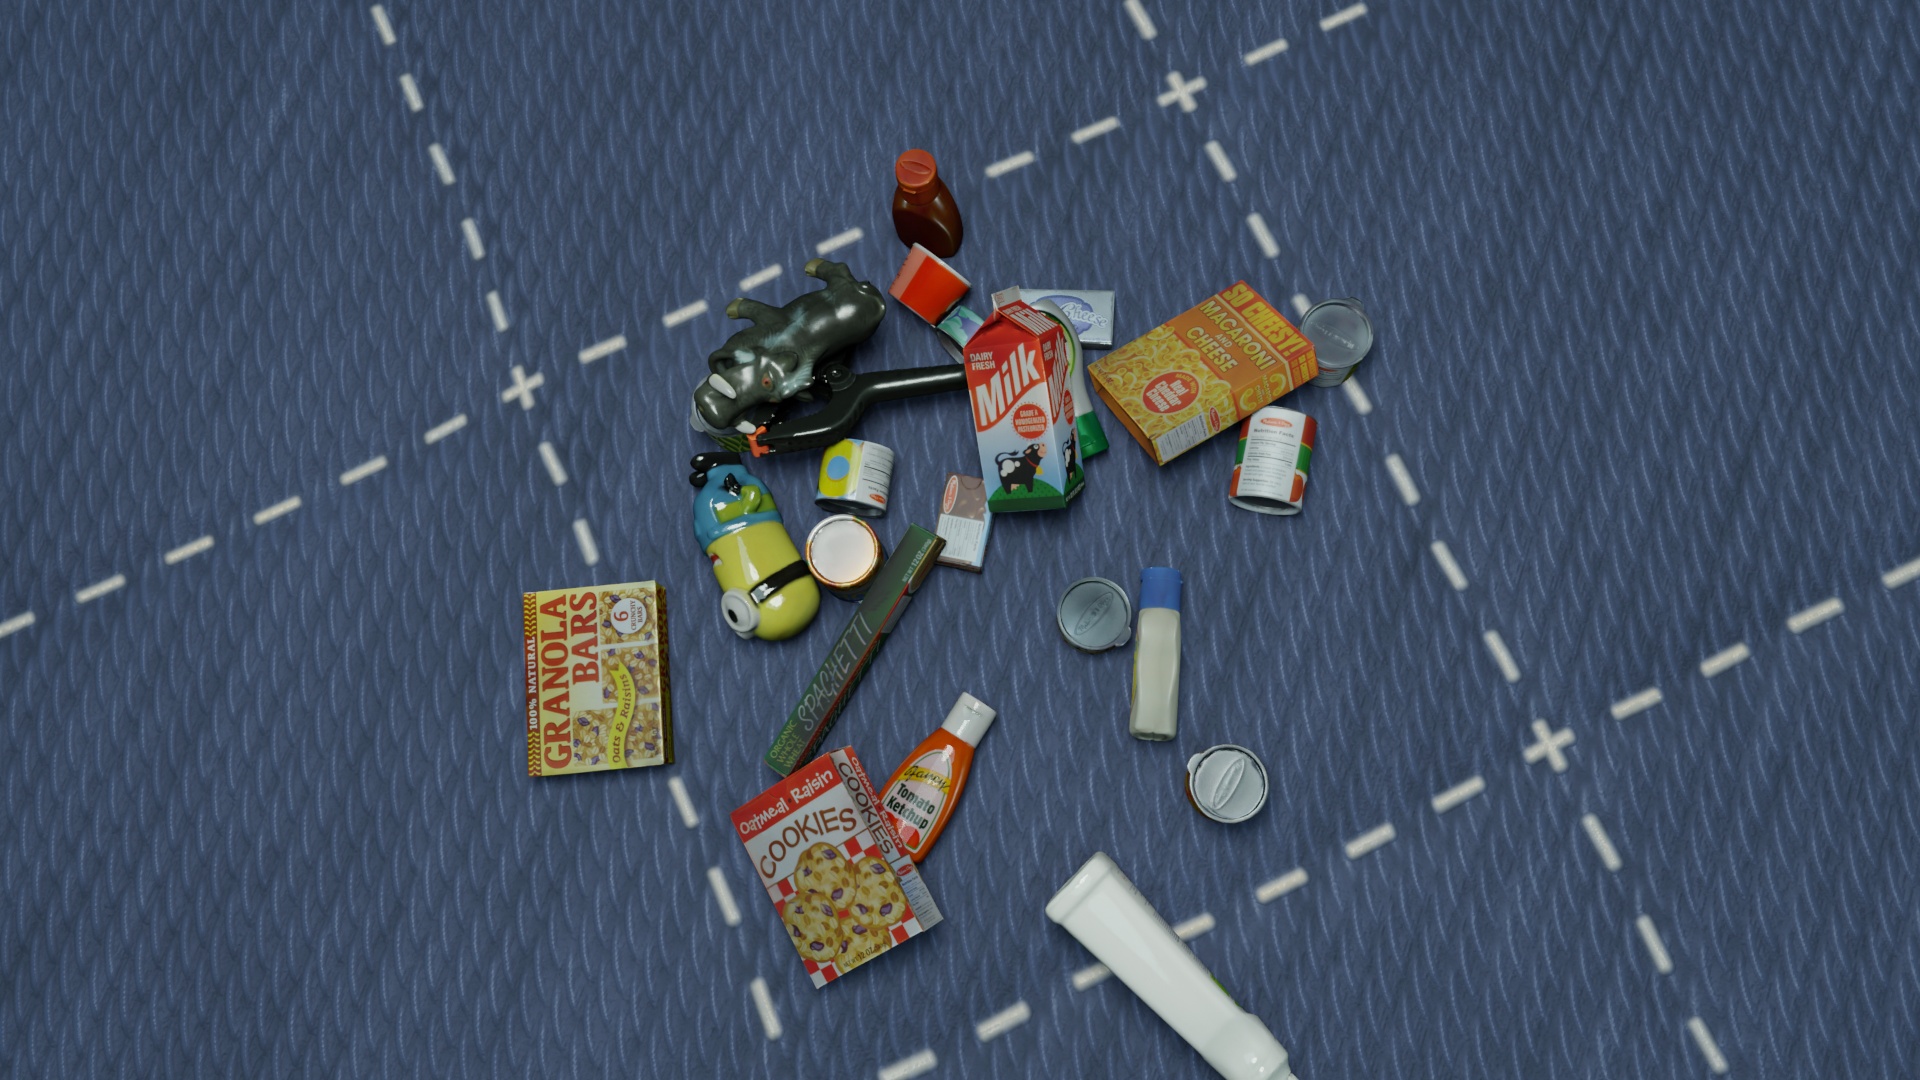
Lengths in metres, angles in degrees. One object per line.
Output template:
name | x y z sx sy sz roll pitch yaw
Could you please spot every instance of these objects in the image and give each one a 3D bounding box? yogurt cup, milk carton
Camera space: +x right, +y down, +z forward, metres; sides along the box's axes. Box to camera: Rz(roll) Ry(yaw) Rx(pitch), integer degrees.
yogurt cup | -0.031 -0.237 1.299 0.072 0.072 0.054 38 96 10
milk carton | 0.054 -0.126 1.220 0.073 0.072 0.190 -4 104 22

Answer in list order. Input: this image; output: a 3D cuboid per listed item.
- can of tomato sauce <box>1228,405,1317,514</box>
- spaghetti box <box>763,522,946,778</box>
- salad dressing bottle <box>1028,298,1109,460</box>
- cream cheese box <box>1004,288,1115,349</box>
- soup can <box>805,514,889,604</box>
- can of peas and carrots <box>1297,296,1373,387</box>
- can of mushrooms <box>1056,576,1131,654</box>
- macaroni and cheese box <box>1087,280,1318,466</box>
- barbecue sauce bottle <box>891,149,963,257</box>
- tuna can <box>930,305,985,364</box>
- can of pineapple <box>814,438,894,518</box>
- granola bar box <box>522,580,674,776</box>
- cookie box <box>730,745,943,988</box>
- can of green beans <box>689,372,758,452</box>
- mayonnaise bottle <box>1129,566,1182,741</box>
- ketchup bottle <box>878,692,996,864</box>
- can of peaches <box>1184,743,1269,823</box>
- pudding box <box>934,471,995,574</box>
can of tomato sauce | 0.280 -0.070 1.245 0.071 0.071 0.083 11 80 6
spaghetti box | -0.092 0.097 1.224 0.029 0.050 0.250 32 90 11
salad dressing bottle | 0.091 -0.145 1.268 0.064 0.044 0.147 -24 92 8
cream cheese box | 0.093 -0.207 1.305 0.104 0.024 0.053 2 78 4
soup can | -0.099 0.019 1.240 0.071 0.083 0.071 -1 79 3
can of peas and carrots | 0.338 -0.181 1.266 0.071 0.058 0.071 -1 78 3
can of mushrooms | 0.120 0.069 1.241 0.071 0.033 0.071 -1 78 3
macaroni and cheese box | 0.217 -0.153 1.250 0.166 0.040 0.124 -29 46 -3
barbecue sauce bottle | -0.034 -0.308 1.271 0.065 0.148 0.044 19 81 8
tuna can | 0.008 -0.185 1.284 0.033 0.071 0.071 -45 79 -7
can of pineapple | -0.097 -0.056 1.265 0.071 0.071 0.058 7 79 5
granola bar box | -0.327 0.125 1.255 0.124 0.039 0.166 -6 78 2
cookie box | -0.108 0.277 1.183 0.122 0.040 0.167 -35 77 24
can of green beans | -0.210 -0.120 1.289 0.071 0.057 0.071 -1 79 3
mayonnaise bottle | 0.172 0.099 1.219 0.041 0.064 0.148 3 74 8
ketchup bottle | -0.022 0.205 1.217 0.065 0.043 0.149 31 81 12
can of peaches | 0.226 0.208 1.192 0.071 0.058 0.071 -1 79 4
pudding box | 0.005 -0.016 1.268 0.050 0.030 0.084 10 79 7
